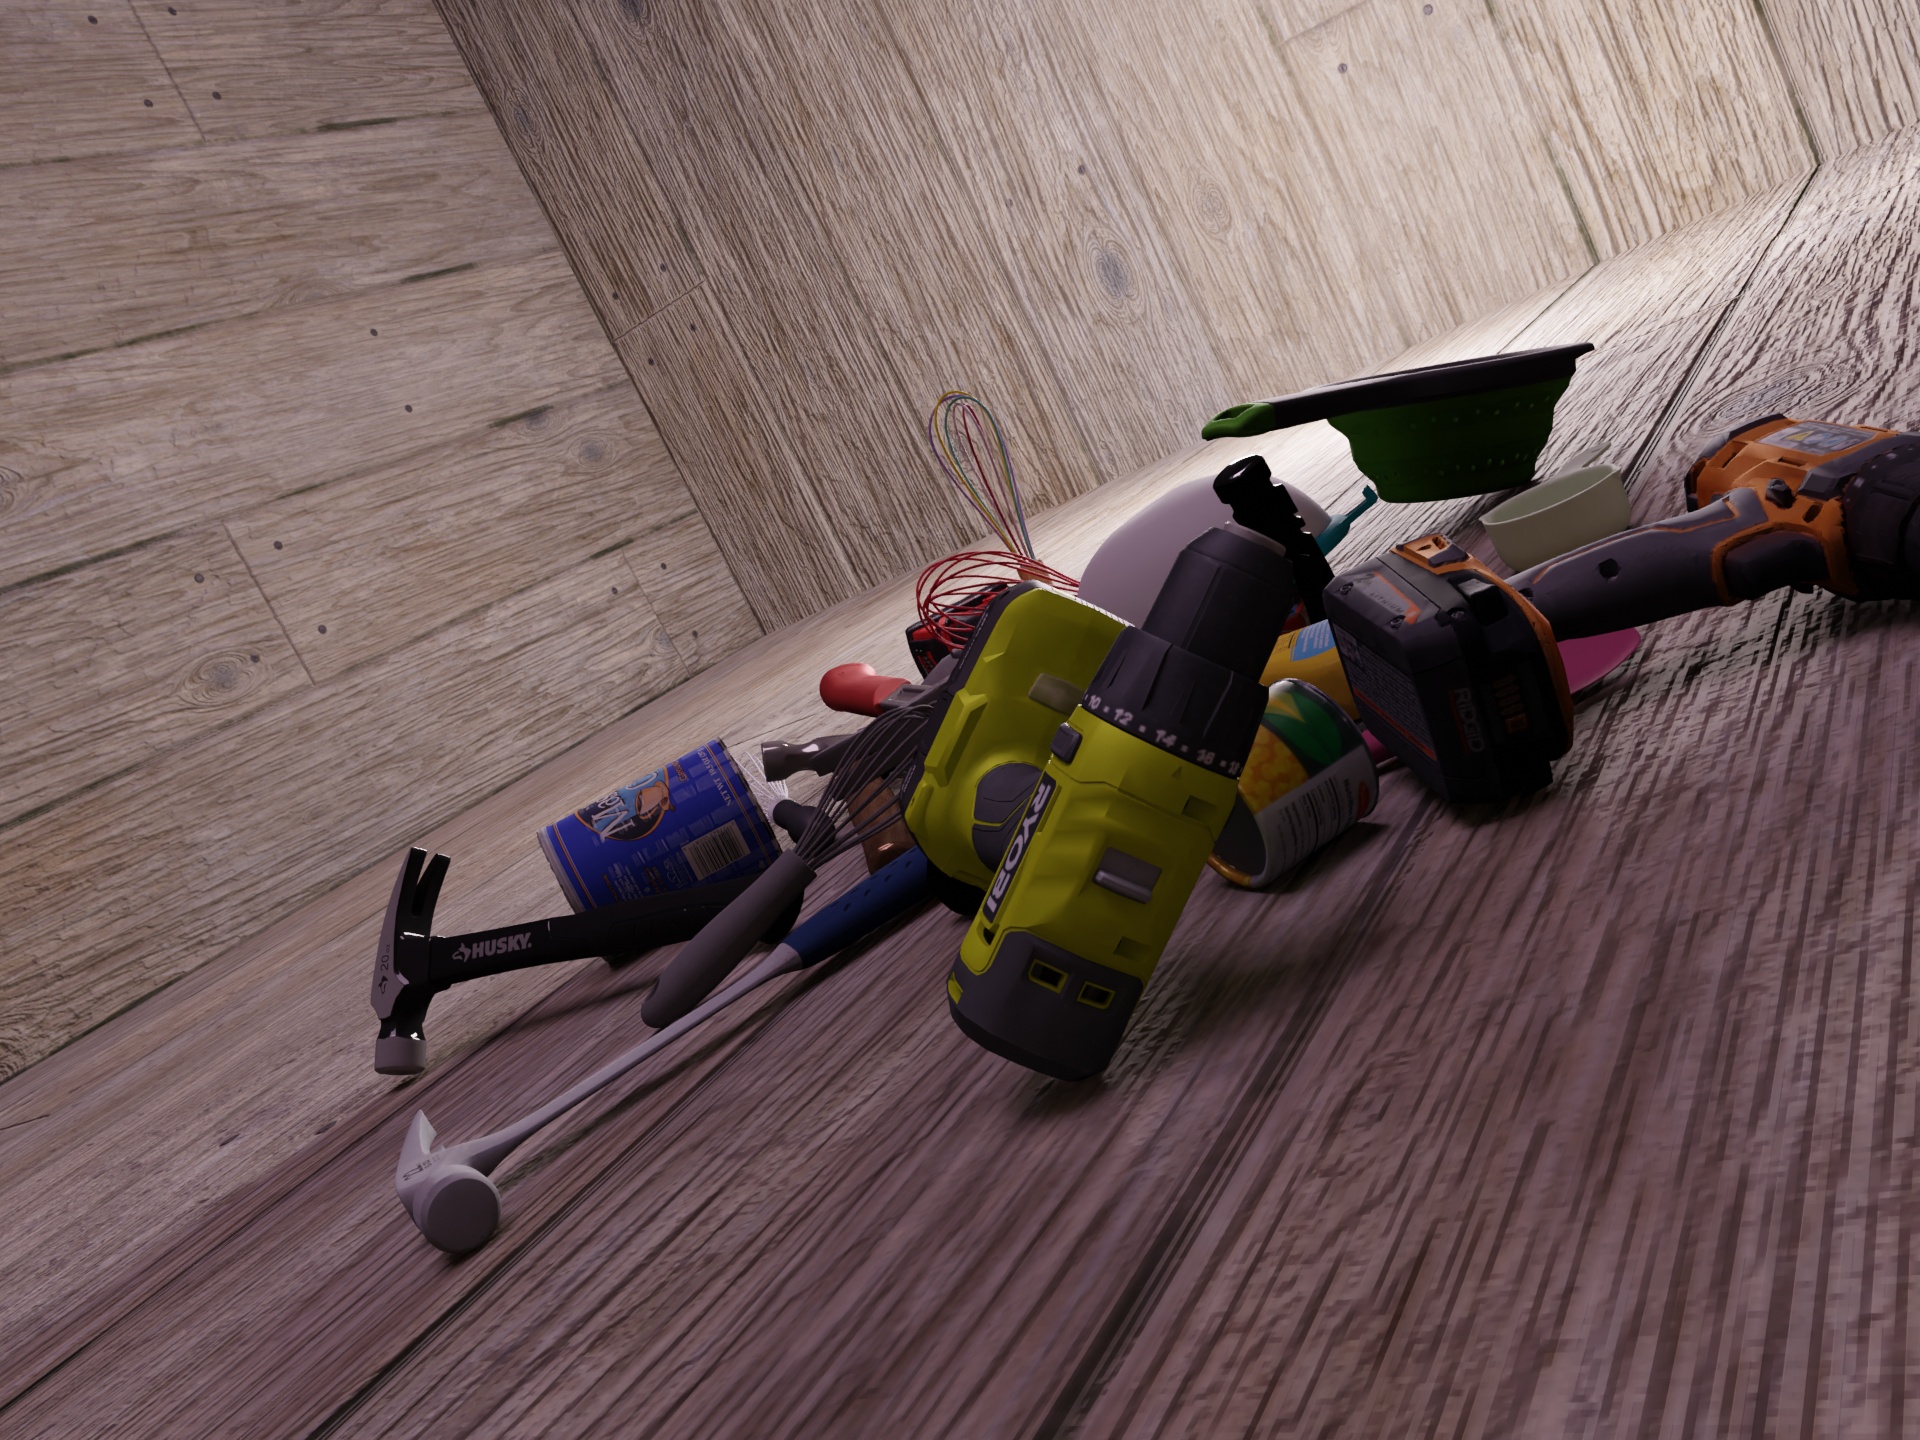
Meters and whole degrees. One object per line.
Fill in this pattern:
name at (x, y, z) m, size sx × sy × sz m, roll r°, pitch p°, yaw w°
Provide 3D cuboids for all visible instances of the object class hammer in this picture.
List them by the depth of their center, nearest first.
hammer at (-0.098, 0.125, 0.809) m, size 0.405 × 0.035 × 0.144 m, roll -31°, pitch 10°, yaw -26°
hammer at (0.101, -0.008, 0.868) m, size 0.337 × 0.127 × 0.034 m, roll -44°, pitch 18°, yaw -31°
hammer at (-0.240, 0.129, 0.991) m, size 0.335 × 0.146 × 0.035 m, roll -14°, pitch -22°, yaw 27°
hammer at (-0.058, 0.050, 1.046) m, size 0.130 × 0.031 × 0.331 m, roll -8°, pitch 12°, yaw -8°
hammer at (-0.061, -0.011, 1.096) m, size 0.149 × 0.036 × 0.359 m, roll -33°, pitch 10°, yaw -11°

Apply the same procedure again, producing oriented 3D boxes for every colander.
colander at (0.298, -0.191, 1.098) m, size 0.204 × 0.094 × 0.397 m, roll 1°, pitch 15°, yaw 45°

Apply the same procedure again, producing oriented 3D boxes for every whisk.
whisk at (-0.090, 0.078, 0.878) m, size 0.239 × 0.055 × 0.055 m, roll -46°, pitch 12°, yaw -9°
whisk at (0.089, -0.092, 1.181) m, size 0.295 × 0.073 × 0.073 m, roll -4°, pitch -6°, yaw -37°
whisk at (-0.142, 0.065, 1.216) m, size 0.070 × 0.070 × 0.285 m, roll -29°, pitch 14°, yaw -16°
whisk at (0.047, -0.142, 1.226) m, size 0.051 × 0.245 × 0.047 m, roll -21°, pitch 11°, yaw 30°

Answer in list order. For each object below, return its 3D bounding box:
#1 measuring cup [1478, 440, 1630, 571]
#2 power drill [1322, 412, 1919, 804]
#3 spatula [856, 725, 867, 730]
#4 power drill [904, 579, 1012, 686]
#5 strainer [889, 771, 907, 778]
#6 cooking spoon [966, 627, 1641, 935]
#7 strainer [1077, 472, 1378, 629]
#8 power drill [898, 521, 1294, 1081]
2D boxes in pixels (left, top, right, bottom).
measuring cup at (0.361, -0.128, 0.928) m, size 0.083 × 0.038 × 0.167 m, roll -19°, pitch 10°, yaw 39°
power drill at (0.272, -0.046, 0.597) m, size 0.226 × 0.084 × 0.185 m, roll -22°, pitch 17°, yaw 1°
spatula at (-0.002, -0.003, 1.048) m, size 0.059 × 0.018 × 0.316 m, roll -13°, pitch 3°, yaw -19°
power drill at (0.016, -0.053, 1.371) m, size 0.143 × 0.078 × 0.220 m, roll -27°, pitch 12°, yaw 0°
strainer at (0.085, 0.005, 0.954) m, size 0.258 × 0.050 × 0.087 m, roll -23°, pitch 0°, yaw -10°
cooking spoon at (0.147, 0.029, 0.701) m, size 0.319 × 0.017 × 0.069 m, roll -27°, pitch 28°, yaw 4°
strainer at (0.106, -0.071, 1.063) m, size 0.340 × 0.095 × 0.211 m, roll -37°, pitch 3°, yaw -22°
power drill at (0.047, 0.011, 0.614) m, size 0.190 × 0.080 × 0.228 m, roll -65°, pitch 12°, yaw 5°
